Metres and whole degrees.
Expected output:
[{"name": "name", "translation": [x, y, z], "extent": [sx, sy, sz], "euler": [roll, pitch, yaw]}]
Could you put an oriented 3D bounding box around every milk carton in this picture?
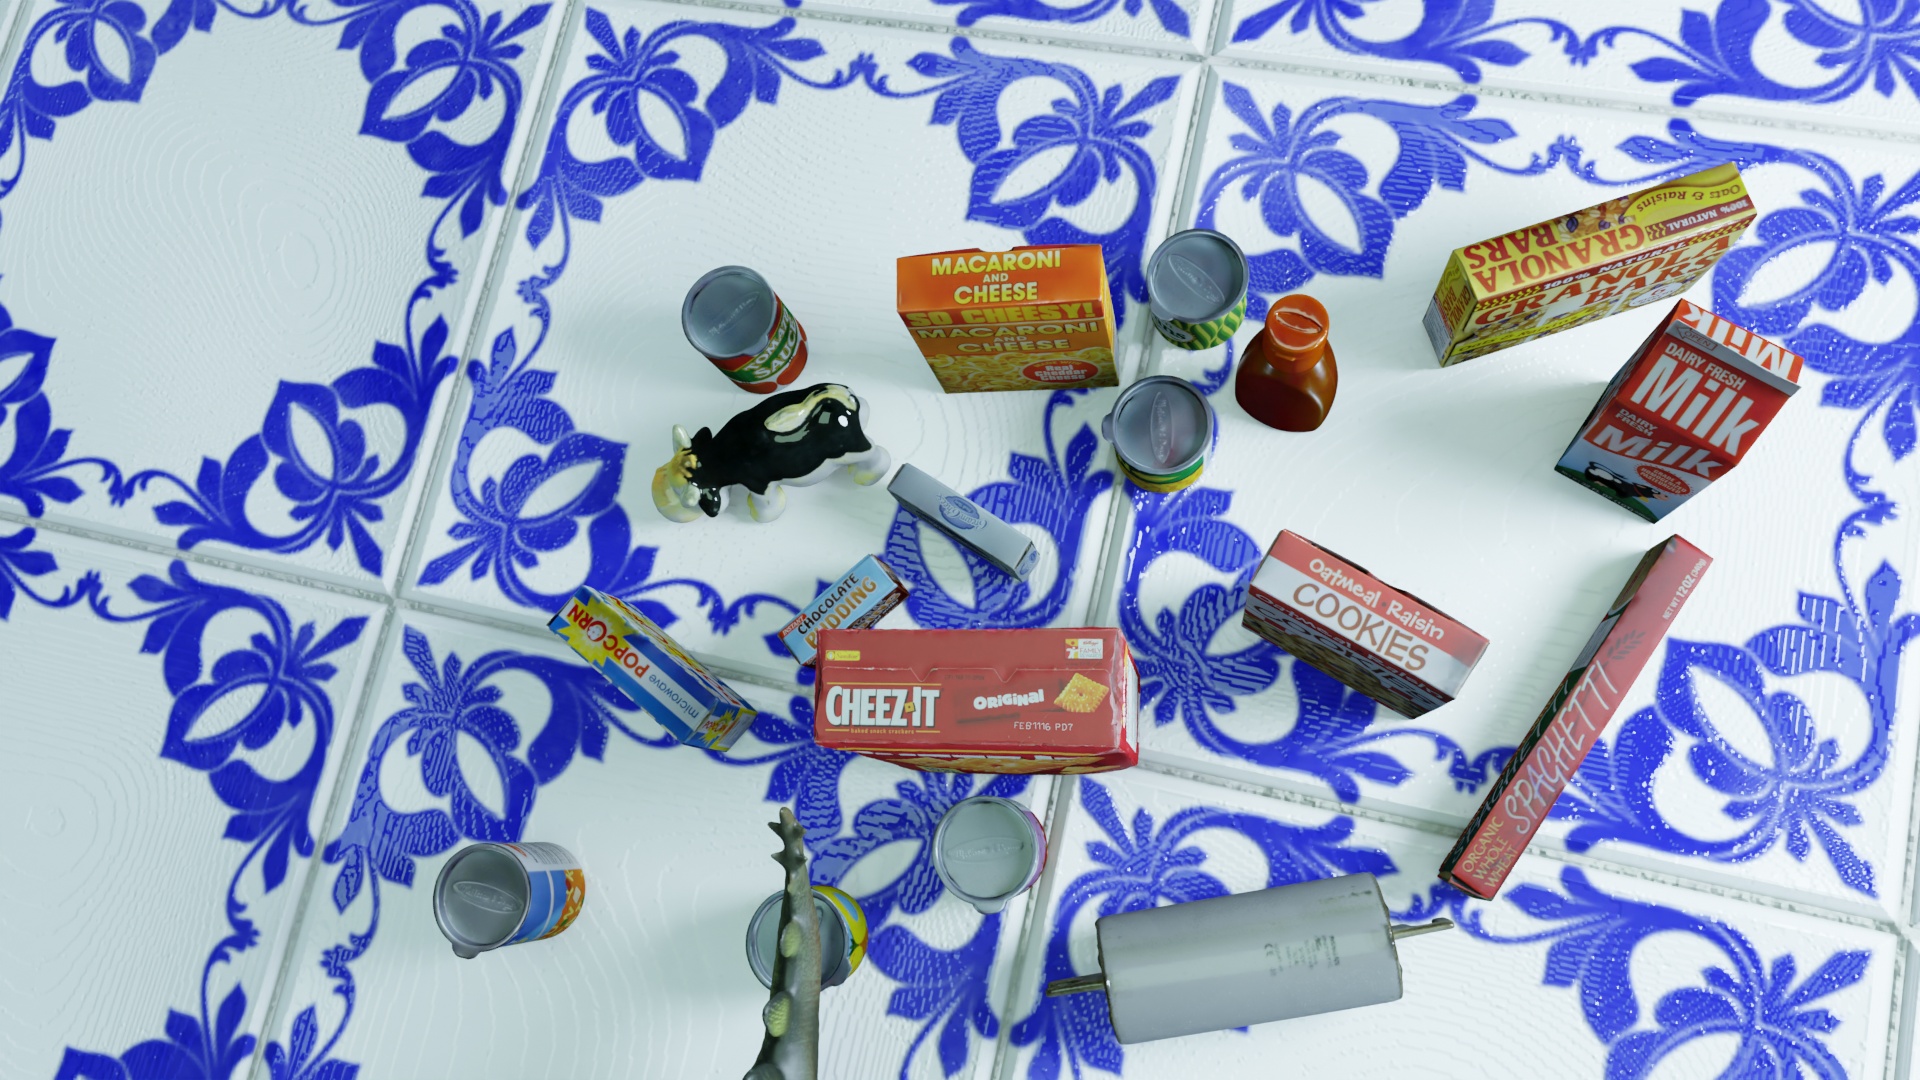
[{"name": "milk carton", "translation": [0.413, -0.076, 0.799], "extent": [0.072, 0.190, 0.073], "euler": [33, 86, 14]}]

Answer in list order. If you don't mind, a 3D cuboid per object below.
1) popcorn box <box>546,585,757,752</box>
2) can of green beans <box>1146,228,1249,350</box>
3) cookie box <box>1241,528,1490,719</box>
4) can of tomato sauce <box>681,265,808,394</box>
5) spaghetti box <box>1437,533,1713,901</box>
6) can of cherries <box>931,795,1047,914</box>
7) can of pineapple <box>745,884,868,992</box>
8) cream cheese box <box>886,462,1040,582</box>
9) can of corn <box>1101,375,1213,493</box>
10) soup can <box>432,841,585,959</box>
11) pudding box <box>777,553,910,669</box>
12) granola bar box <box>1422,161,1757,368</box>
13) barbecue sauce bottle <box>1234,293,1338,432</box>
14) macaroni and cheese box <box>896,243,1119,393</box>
[{"name": "popcorn box", "translation": [-0.203, 0.087, 0.923], "extent": [0.127, 0.085, 0.038], "euler": [37, 87, 15]}, {"name": "can of green beans", "translation": [0.159, -0.167, 0.931], "extent": [0.071, 0.057, 0.071], "euler": [-2, 78, 9]}, {"name": "cookie box", "translation": [0.230, 0.053, 0.814], "extent": [0.123, 0.167, 0.040], "euler": [30, 85, 14]}, {"name": "can of tomato sauce", "translation": [-0.146, -0.143, 0.965], "extent": [0.071, 0.083, 0.071], "euler": [-2, 78, 9]}, {"name": "spaghetti box", "translation": [0.369, 0.108, 0.839], "extent": [0.029, 0.050, 0.250], "euler": [34, 85, 15]}, {"name": "can of cherries", "translation": [0.019, 0.197, 0.875], "extent": [0.071, 0.058, 0.071], "euler": [-2, 78, 9]}, {"name": "can of pineapple", "translation": [-0.095, 0.255, 0.883], "extent": [0.071, 0.058, 0.071], "euler": [-2, 78, 9]}, {"name": "cream cheese box", "translation": [0.003, -0.012, 0.926], "extent": [0.104, 0.053, 0.024], "euler": [32, 85, 15]}, {"name": "can of corn", "translation": [0.130, -0.069, 0.914], "extent": [0.071, 0.058, 0.071], "euler": [-2, 78, 9]}, {"name": "soup can", "translation": [-0.294, 0.233, 0.908], "extent": [0.071, 0.083, 0.071], "euler": [-2, 78, 9]}, {"name": "pudding box", "translation": [-0.078, 0.048, 0.929], "extent": [0.084, 0.049, 0.030], "euler": [-40, 75, 0]}, {"name": "granola bar box", "translation": [0.381, -0.165, 0.858], "extent": [0.165, 0.124, 0.039], "euler": [-17, 76, 6]}, {"name": "barbecue sauce bottle", "translation": [0.204, -0.109, 0.863], "extent": [0.065, 0.148, 0.044], "euler": [23, 83, 14]}, {"name": "macaroni and cheese box", "translation": [0.035, -0.138, 0.889], "extent": [0.124, 0.166, 0.040], "euler": [-2, 78, 9]}]
